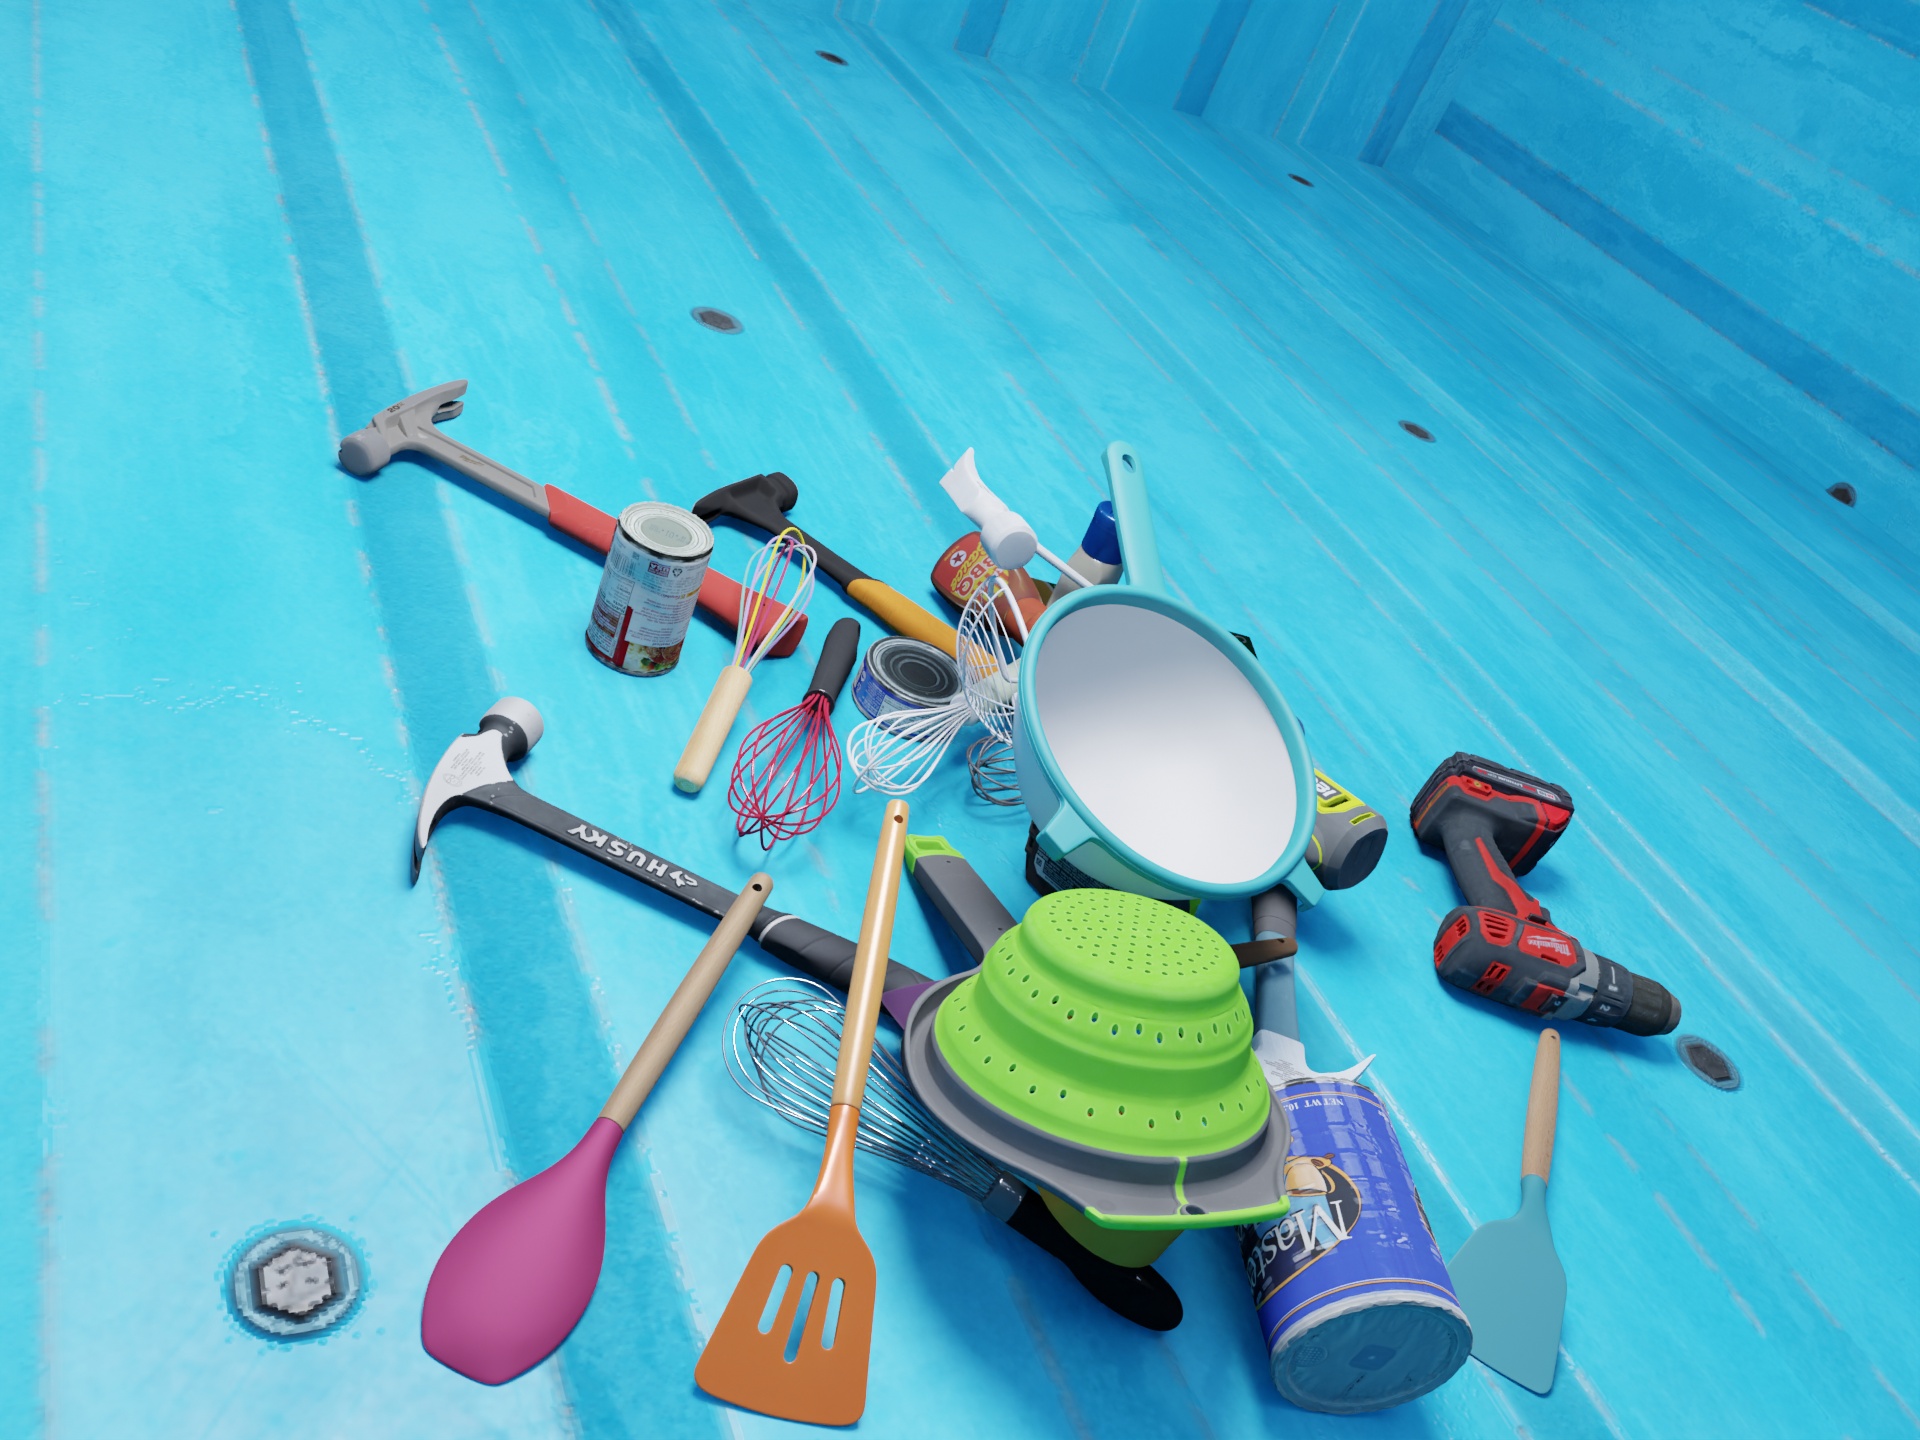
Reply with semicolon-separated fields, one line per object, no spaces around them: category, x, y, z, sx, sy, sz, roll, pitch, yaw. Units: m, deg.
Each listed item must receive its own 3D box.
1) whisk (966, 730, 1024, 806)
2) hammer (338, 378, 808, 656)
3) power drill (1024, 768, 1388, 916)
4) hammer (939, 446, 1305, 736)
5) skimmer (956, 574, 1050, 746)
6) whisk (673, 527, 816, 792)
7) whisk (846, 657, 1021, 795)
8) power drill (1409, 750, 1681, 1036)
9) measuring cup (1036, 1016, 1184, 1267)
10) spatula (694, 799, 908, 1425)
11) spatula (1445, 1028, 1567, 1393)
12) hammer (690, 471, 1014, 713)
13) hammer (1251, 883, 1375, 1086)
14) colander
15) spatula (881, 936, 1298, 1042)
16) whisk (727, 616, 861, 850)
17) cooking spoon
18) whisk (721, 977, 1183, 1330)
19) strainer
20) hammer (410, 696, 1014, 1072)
whisk;0.095;0.031;1.180;0.239;0.055;0.055;-3;42;-42
hammer;-0.275;-0.150;1.201;0.359;0.036;0.149;28;34;5
power drill;0.157;0.067;1.107;0.228;0.080;0.191;-17;41;-36
hammer;0.136;-0.075;1.209;0.405;0.035;0.144;32;17;-38
skimmer;0.109;-0.036;1.175;0.363;0.090;0.127;-1;70;-56
whisk;-0.149;-0.048;1.094;0.051;0.047;0.245;22;48;-4
whisk;-0.002;-0.004;1.121;0.058;0.059;0.246;44;36;11
power drill;0.446;0.140;1.226;0.188;0.080;0.227;19;37;-9
measuring cup;0.083;0.209;0.864;0.095;0.052;0.174;27;28;-22
spatula;-0.058;0.177;0.800;0.081;0.041;0.323;19;50;-12
spatula;0.361;0.288;1.017;0.082;0.044;0.317;31;29;10
hammer;-0.060;-0.090;1.256;0.337;0.034;0.127;35;34;15
hammer;0.218;0.146;1.109;0.128;0.033;0.331;22;33;-3
colander;0.049;0.119;0.878;0.204;0.094;0.397;4;19;-23
spatula;0.094;0.159;0.967;0.315;0.018;0.060;-4;31;-36
whisk;-0.101;-0.003;1.091;0.073;0.073;0.296;22;28;-4
cooking spoon;-0.164;0.184;0.798;0.069;0.017;0.319;26;41;2
whisk;-0.003;0.230;0.836;0.284;0.070;0.070;34;34;5
strainer;0.102;-0.025;1.004;0.210;0.095;0.341;14;52;-26
hammer;-0.125;0.117;0.930;0.409;0.036;0.149;26;35;1
